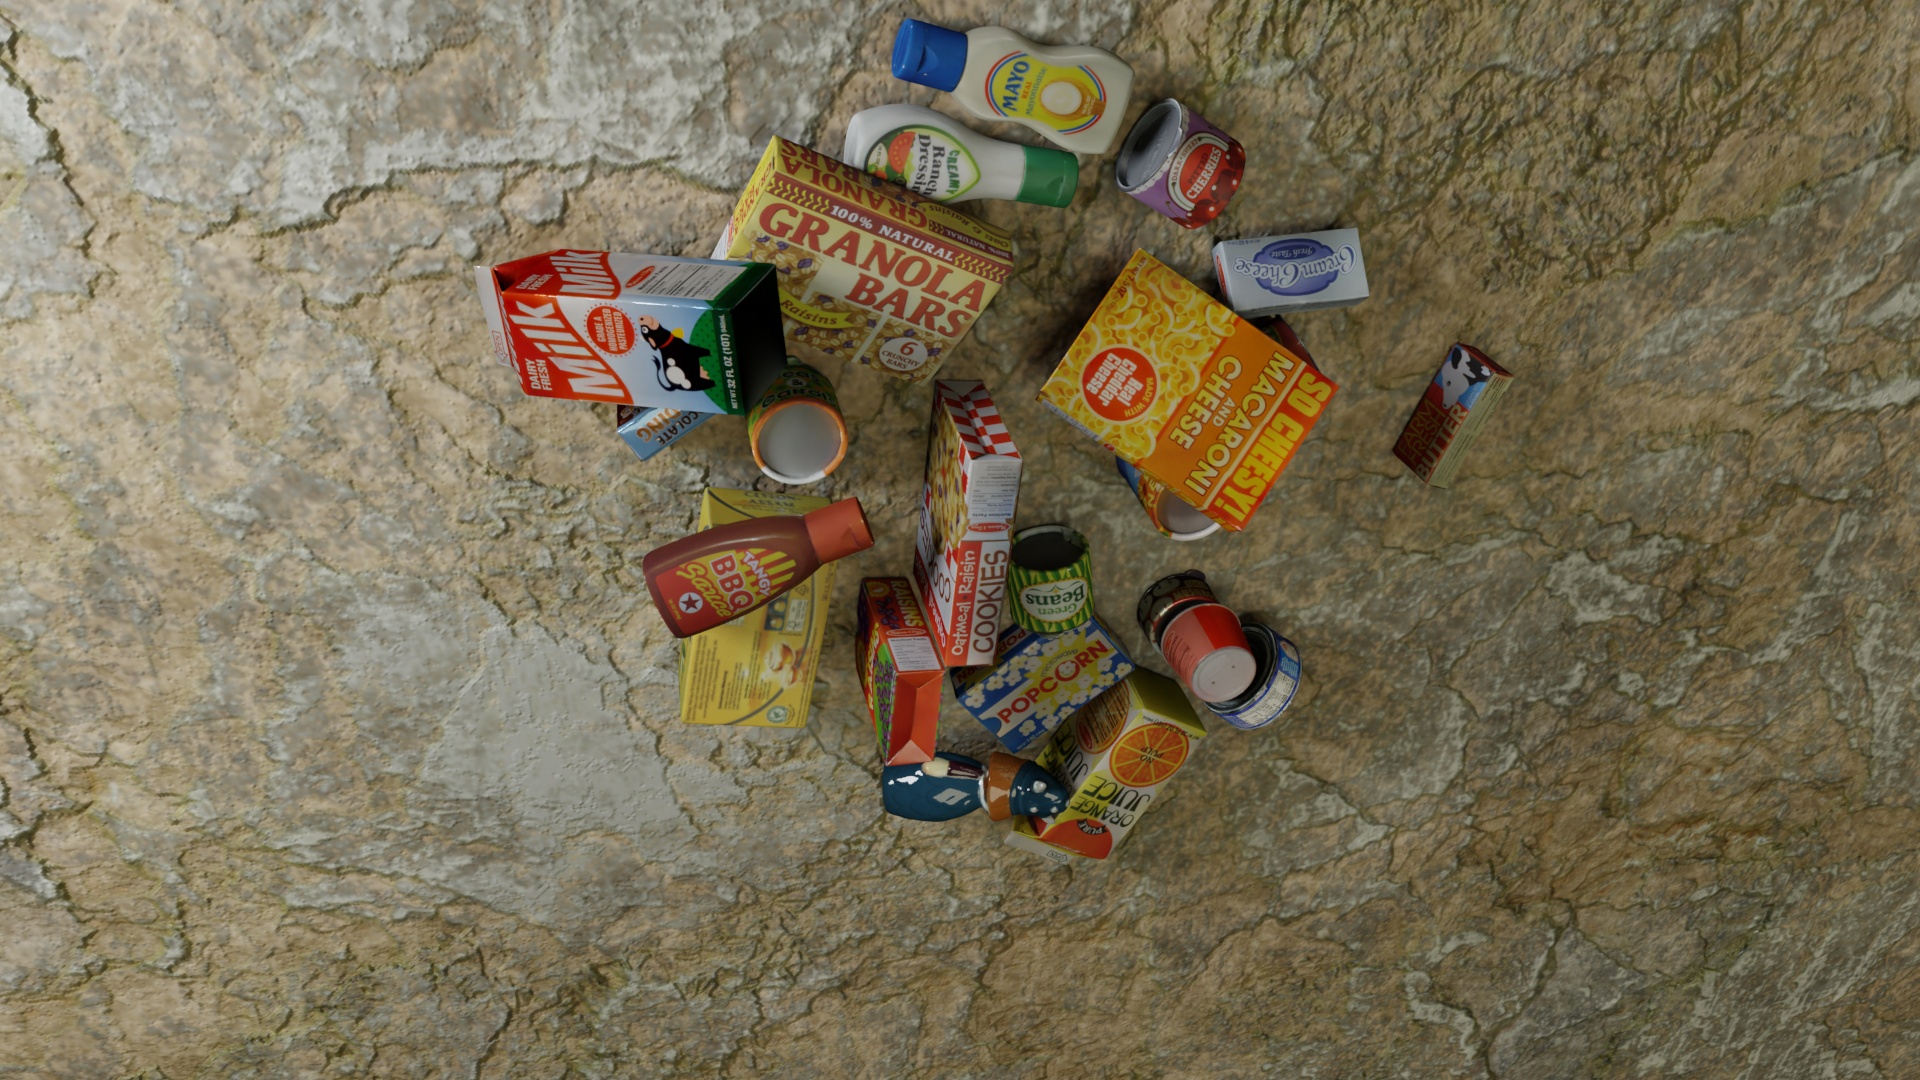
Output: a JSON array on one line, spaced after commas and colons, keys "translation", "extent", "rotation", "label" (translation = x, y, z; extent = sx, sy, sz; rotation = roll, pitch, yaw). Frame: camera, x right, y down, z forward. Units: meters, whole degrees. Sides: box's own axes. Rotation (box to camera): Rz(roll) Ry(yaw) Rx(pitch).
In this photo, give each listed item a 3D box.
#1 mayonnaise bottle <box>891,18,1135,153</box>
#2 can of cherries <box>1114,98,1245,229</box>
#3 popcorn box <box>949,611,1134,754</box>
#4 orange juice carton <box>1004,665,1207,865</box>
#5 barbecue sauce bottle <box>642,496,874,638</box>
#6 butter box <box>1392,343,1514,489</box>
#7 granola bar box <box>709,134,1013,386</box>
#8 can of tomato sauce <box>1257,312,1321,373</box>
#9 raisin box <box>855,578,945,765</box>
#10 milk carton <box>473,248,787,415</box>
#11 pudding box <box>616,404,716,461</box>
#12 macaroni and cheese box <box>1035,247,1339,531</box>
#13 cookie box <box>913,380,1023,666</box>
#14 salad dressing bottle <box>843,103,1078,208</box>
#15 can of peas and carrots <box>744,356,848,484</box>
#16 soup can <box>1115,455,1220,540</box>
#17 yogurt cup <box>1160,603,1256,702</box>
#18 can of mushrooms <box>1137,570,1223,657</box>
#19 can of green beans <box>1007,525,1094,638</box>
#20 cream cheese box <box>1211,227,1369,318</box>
[{"translation": [0.032, -0.289, 0.870], "extent": [0.148, 0.041, 0.064], "rotation": [8, 120, -20], "label": "mayonnaise bottle"}, {"translation": [0.145, -0.245, 0.910], "extent": [0.058, 0.072, 0.071], "rotation": [24, 113, -27], "label": "can of cherries"}, {"translation": [0.066, 0.105, 1.127], "extent": [0.126, 0.038, 0.085], "rotation": [-37, 124, 9], "label": "popcorn box"}, {"translation": [0.116, 0.200, 1.179], "extent": [0.072, 0.073, 0.192], "rotation": [24, 113, -27], "label": "orange juice carton"}, {"translation": [-0.133, 0.012, 0.931], "extent": [0.148, 0.044, 0.064], "rotation": [-21, 120, -1], "label": "barbecue sauce bottle"}, {"translation": [0.381, -0.096, 1.077], "extent": [0.024, 0.053, 0.103], "rotation": [11, 118, -24], "label": "butter box"}, {"translation": [-0.067, -0.173, 0.891], "extent": [0.165, 0.039, 0.123], "rotation": [17, 138, -24], "label": "granola bar box"}, {"translation": [0.212, -0.115, 1.012], "extent": [0.083, 0.071, 0.071], "rotation": [-33, 124, 8], "label": "can of tomato sauce"}, {"translation": [-0.048, 0.096, 1.039], "extent": [0.040, 0.124, 0.085], "rotation": [-3, 122, -15], "label": "raisin box"}, {"translation": [-0.211, -0.132, 0.860], "extent": [0.190, 0.074, 0.072], "rotation": [7, 124, 14], "label": "milk carton"}, {"translation": [-0.188, -0.094, 0.928], "extent": [0.083, 0.050, 0.030], "rotation": [-32, 122, 6], "label": "pudding box"}, {"translation": [0.155, -0.102, 0.957], "extent": [0.166, 0.040, 0.123], "rotation": [35, 89, 0], "label": "macaroni and cheese box"}, {"translation": [0.004, -0.012, 0.985], "extent": [0.040, 0.123, 0.166], "rotation": [-1, 121, -13], "label": "cookie box"}, {"translation": [0.001, -0.241, 0.890], "extent": [0.148, 0.044, 0.064], "rotation": [3, 124, -17], "label": "salad dressing bottle"}, {"translation": [-0.113, -0.082, 0.950], "extent": [0.071, 0.059, 0.070], "rotation": [-7, 123, -11], "label": "can of peas and carrots"}, {"translation": [0.158, -0.050, 1.027], "extent": [0.071, 0.084, 0.071], "rotation": [-7, 122, -10], "label": "soup can"}, {"translation": [0.199, 0.091, 1.103], "extent": [0.072, 0.054, 0.072], "rotation": [-7, 122, -10], "label": "yogurt cup"}, {"translation": [0.182, 0.061, 1.134], "extent": [0.071, 0.033, 0.070], "rotation": [-6, 123, -10], "label": "can of mushrooms"}, {"translation": [0.068, 0.029, 1.063], "extent": [0.071, 0.071, 0.057], "rotation": [-12, 123, -7], "label": "can of green beans"}, {"translation": [0.233, -0.188, 0.982], "extent": [0.104, 0.024, 0.053], "rotation": [-8, 83, -10], "label": "cream cheese box"}]
